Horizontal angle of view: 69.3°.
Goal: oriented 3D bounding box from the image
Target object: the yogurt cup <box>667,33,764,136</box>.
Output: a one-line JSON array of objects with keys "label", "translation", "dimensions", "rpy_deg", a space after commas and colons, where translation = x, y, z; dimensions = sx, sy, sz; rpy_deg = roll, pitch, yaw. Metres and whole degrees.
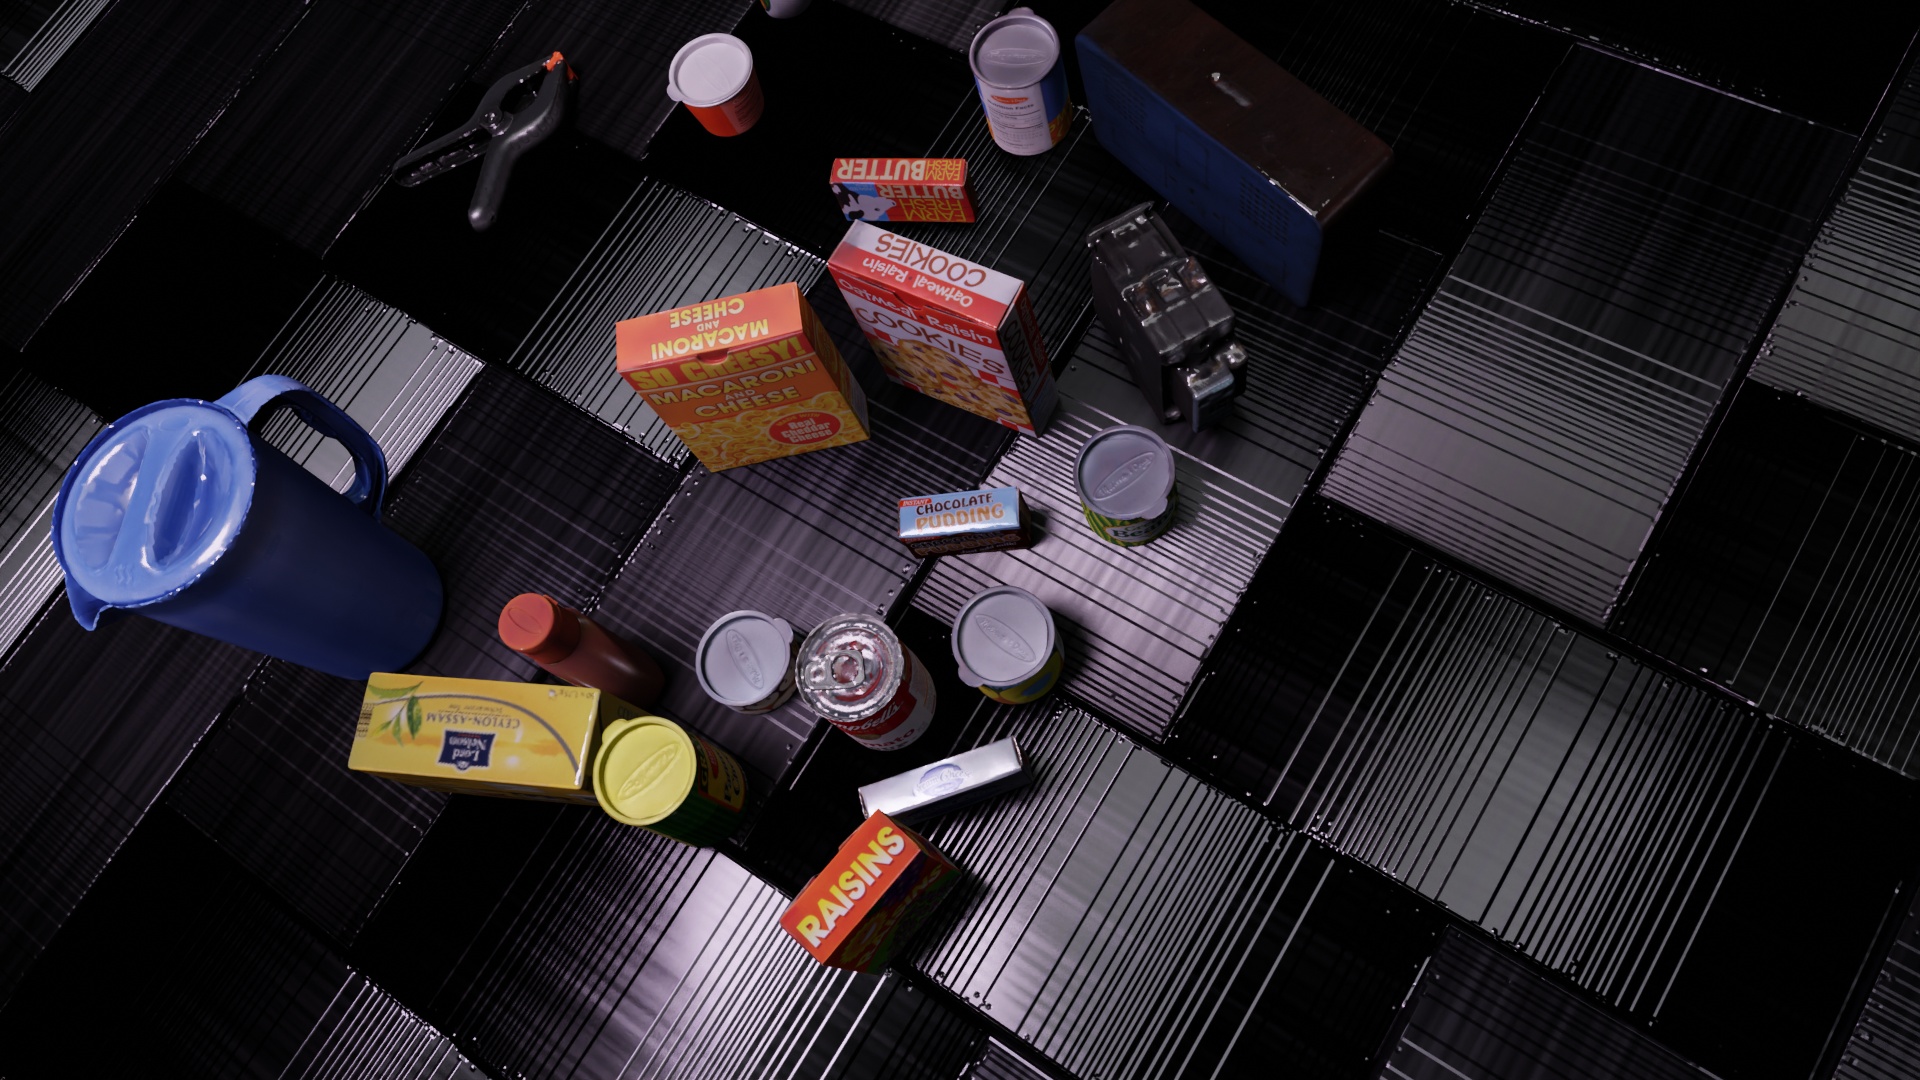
[{"label": "yogurt cup", "translation": [-0.190, -0.359, 1.105], "dimensions": [0.072, 0.053, 0.072], "rpy_deg": [-4, 70, 10]}]

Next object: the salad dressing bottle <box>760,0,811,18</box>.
[{"label": "salad dressing bottle", "translation": [-0.158, -0.476, 1.090], "dimensions": [0.044, 0.147, 0.064], "rpy_deg": [-23, 68, 3]}]

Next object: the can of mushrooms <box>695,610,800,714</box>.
[{"label": "can of mushrooms", "translation": [-0.141, 0.082, 0.943], "dimensions": [0.071, 0.033, 0.071], "rpy_deg": [-4, 70, 10]}]

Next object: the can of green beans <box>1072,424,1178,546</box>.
[{"label": "can of green beans", "translation": [0.111, -0.035, 0.921], "dimensions": [0.071, 0.057, 0.071], "rpy_deg": [-4, 70, 10]}]

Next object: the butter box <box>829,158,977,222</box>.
[{"label": "butter box", "translation": [-0.041, -0.262, 1.038], "dimensions": [0.103, 0.053, 0.024], "rpy_deg": [4, 72, 13]}]

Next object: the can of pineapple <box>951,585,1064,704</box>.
[{"label": "can of pineapple", "translation": [0.030, 0.070, 0.899], "dimensions": [0.071, 0.057, 0.071], "rpy_deg": [-4, 70, 10]}]

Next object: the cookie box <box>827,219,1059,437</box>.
[{"label": "cookie box", "translation": [-0.007, -0.136, 0.923], "dimensions": [0.123, 0.167, 0.040], "rpy_deg": [23, 77, 19]}]

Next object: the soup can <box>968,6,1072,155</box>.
[{"label": "soup can", "translation": [0.047, -0.340, 1.032], "dimensions": [0.071, 0.083, 0.071], "rpy_deg": [-4, 70, 10]}]

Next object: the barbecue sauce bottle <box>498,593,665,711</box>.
[{"label": "barbecue sauce bottle", "translation": [-0.248, 0.072, 0.907], "dimensions": [0.065, 0.148, 0.044], "rpy_deg": [30, 79, 20]}]

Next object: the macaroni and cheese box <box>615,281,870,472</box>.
[{"label": "macaroni and cheese box", "translation": [-0.141, -0.105, 0.940], "dimensions": [0.124, 0.166, 0.040], "rpy_deg": [-12, 69, 8]}]

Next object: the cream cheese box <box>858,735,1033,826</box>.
[{"label": "cream cheese box", "translation": [-0.008, 0.155, 0.878], "dimensions": [0.104, 0.053, 0.024], "rpy_deg": [-20, 68, 4]}]

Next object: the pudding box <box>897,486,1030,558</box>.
[{"label": "pudding box", "translation": [0.003, -0.012, 0.939], "dimensions": [0.084, 0.049, 0.030], "rpy_deg": [-5, 70, 10]}]

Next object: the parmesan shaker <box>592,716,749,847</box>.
[{"label": "parmesan shaker", "translation": [-0.183, 0.154, 0.888], "dimensions": [0.071, 0.103, 0.071], "rpy_deg": [-4, 70, 10]}]

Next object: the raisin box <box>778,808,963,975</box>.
[{"label": "raisin box", "translation": [-0.050, 0.211, 0.828], "dimensions": [0.040, 0.123, 0.086], "rpy_deg": [39, 82, 21]}]
